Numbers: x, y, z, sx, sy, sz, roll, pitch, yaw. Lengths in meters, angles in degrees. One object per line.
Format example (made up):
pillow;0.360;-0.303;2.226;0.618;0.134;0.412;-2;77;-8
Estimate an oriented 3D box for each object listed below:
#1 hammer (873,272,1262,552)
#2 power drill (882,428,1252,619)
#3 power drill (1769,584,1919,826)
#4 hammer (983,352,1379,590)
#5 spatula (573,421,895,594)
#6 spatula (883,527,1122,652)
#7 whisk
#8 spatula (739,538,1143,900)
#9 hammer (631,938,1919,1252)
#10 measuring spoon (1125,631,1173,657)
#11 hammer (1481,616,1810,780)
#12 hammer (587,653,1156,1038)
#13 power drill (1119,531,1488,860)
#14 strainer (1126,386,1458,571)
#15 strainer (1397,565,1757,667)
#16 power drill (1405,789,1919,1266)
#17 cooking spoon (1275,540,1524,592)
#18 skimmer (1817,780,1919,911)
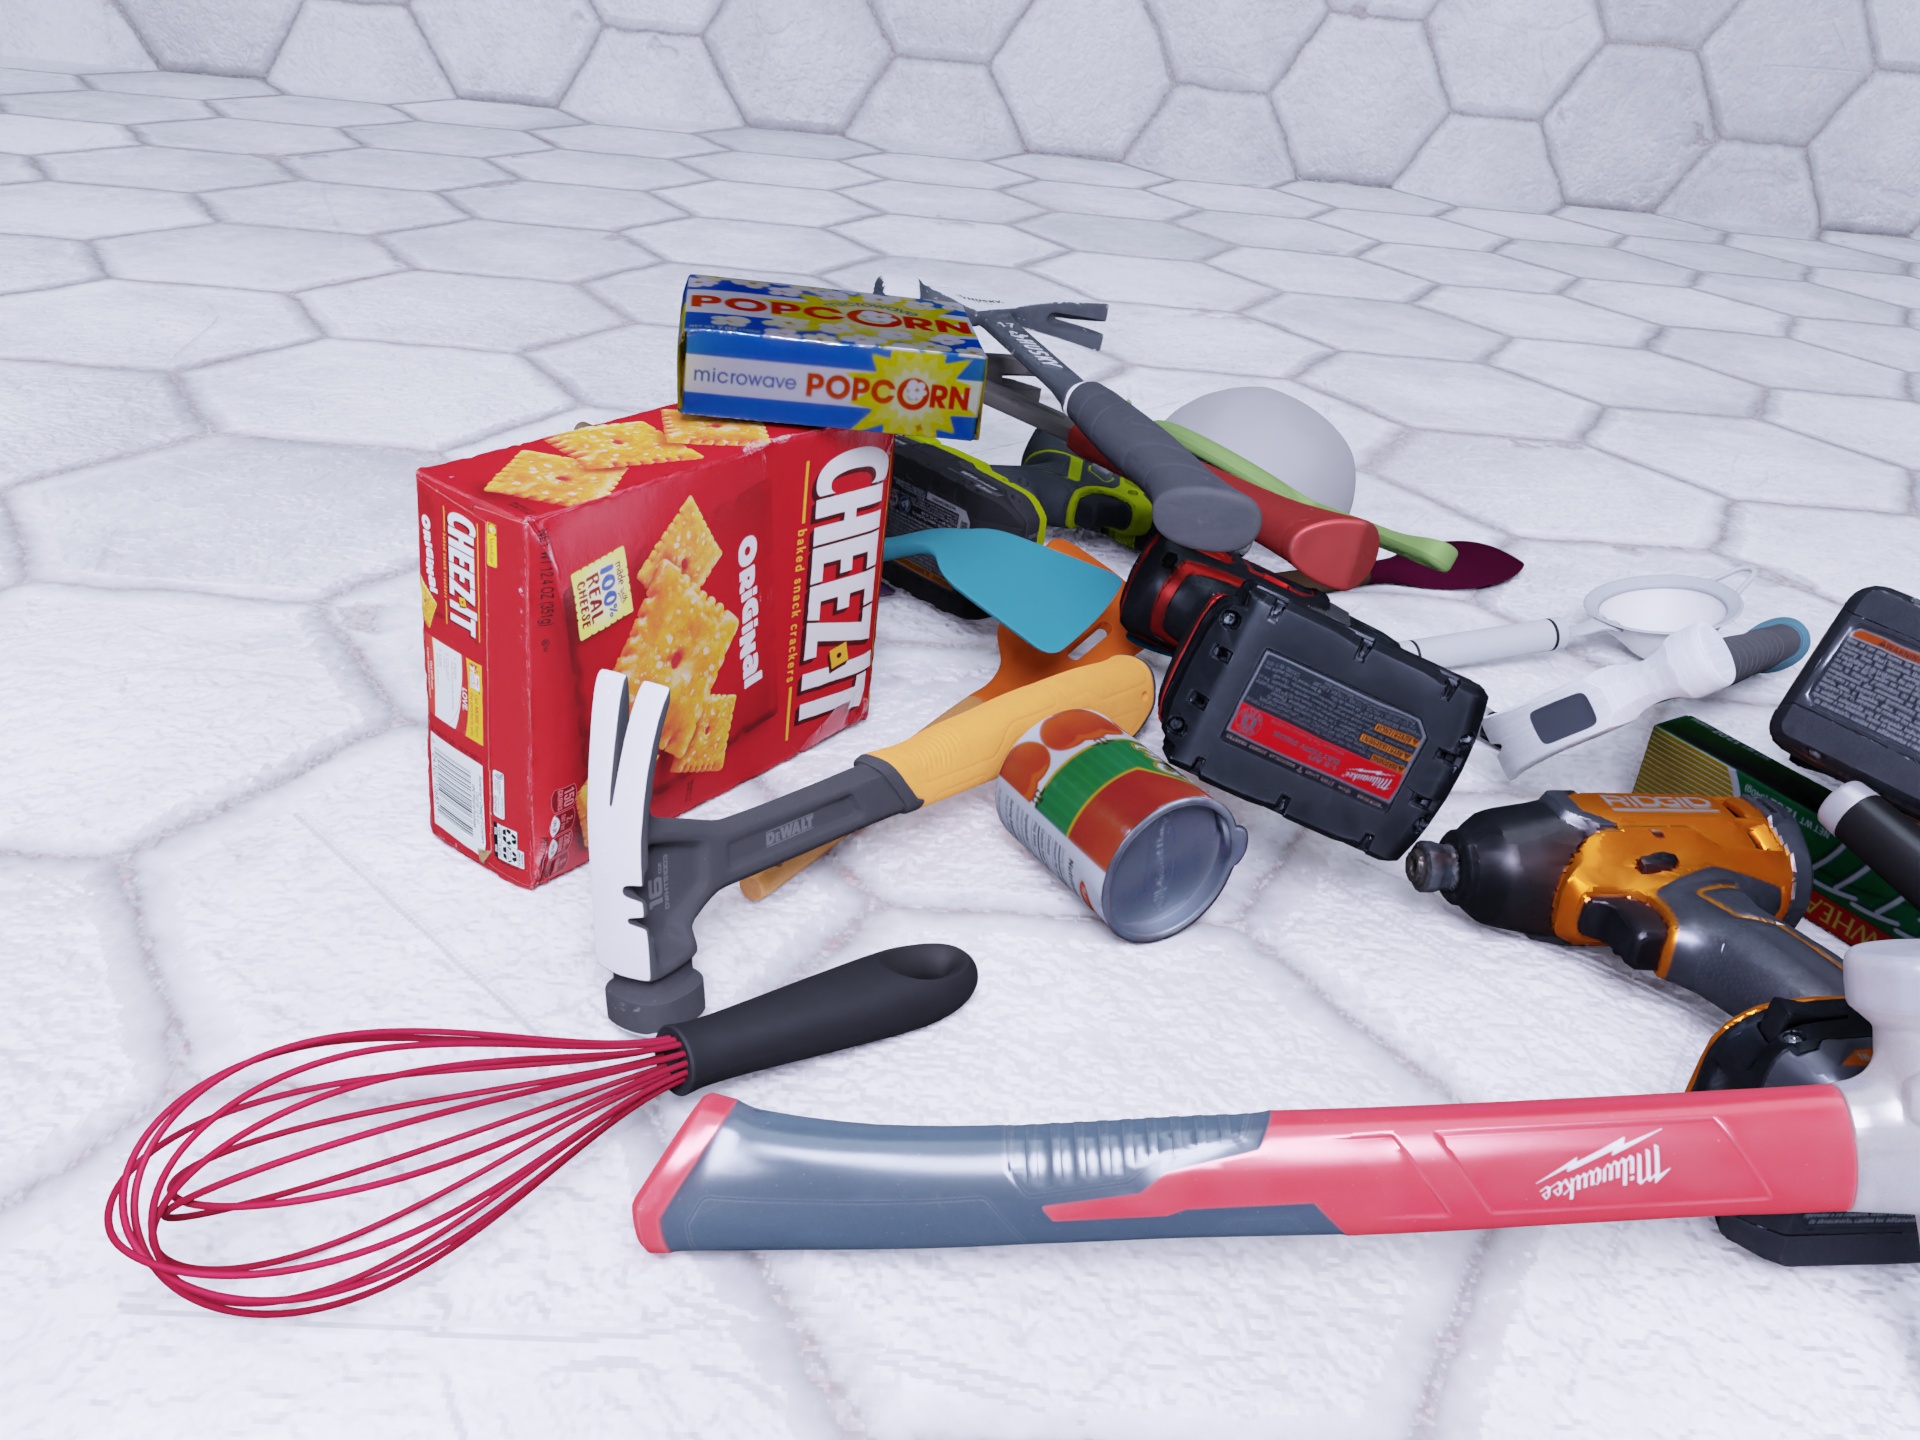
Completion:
hammer;0.065;-0.176;0.856;0.149;0.036;0.409;1;27;-17
power drill;0.057;-0.127;0.964;0.223;0.080;0.171;-15;35;-43
power drill;0.438;0.012;0.707;0.226;0.084;0.186;19;13;-45
hammer;0.097;-0.154;0.908;0.149;0.036;0.359;-6;28;-38
spatula;-0.158;-0.136;0.998;0.059;0.018;0.316;-7;29;-44
spatula;-0.073;-0.079;0.846;0.317;0.044;0.082;5;33;32
whisk;-0.107;0.113;0.500;0.295;0.073;0.073;-10;31;-41
spatula;-0.001;-0.002;0.752;0.081;0.041;0.322;40;38;9
hammer;0.100;0.145;0.458;0.386;0.143;0.038;-4;-1;4
measuring spoon;0.148;-0.039;0.845;0.128;0.021;0.042;10;30;-22
hammer;0.372;-0.023;0.813;0.331;0.128;0.033;-11;75;-48
hammer;-0.015;0.012;0.660;0.034;0.127;0.337;13;20;35
power drill;0.168;-0.015;0.727;0.188;0.080;0.227;24;15;-4
strainer;0.220;-0.153;0.967;0.151;0.069;0.257;27;6;-34
strainer;0.348;-0.050;0.919;0.258;0.050;0.087;-9;25;-15
power drill;0.275;0.095;0.588;0.164;0.084;0.227;1;24;-8
cooking spoon;0.232;-0.089;0.989;0.318;0.017;0.069;-11;31;-30
skimmer;0.445;0.121;0.500;0.090;0.127;0.364;-39;46;4
